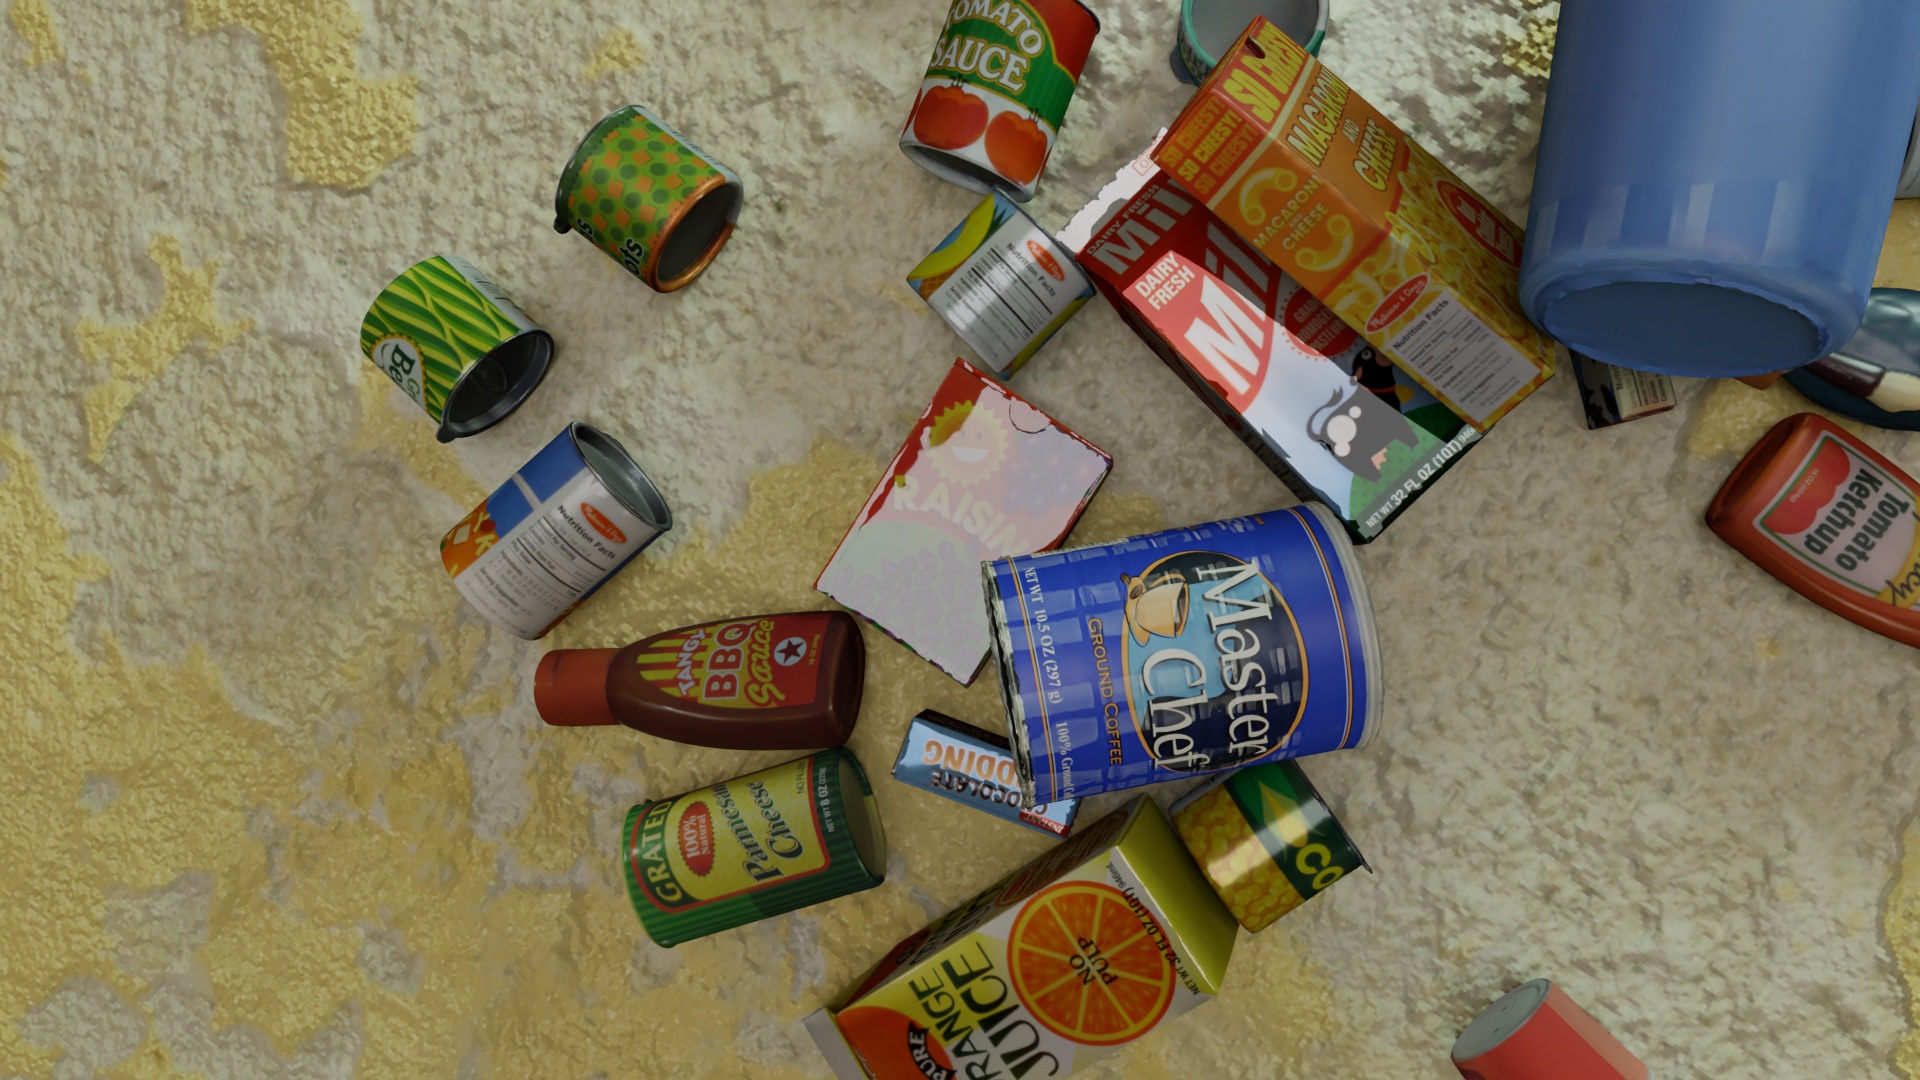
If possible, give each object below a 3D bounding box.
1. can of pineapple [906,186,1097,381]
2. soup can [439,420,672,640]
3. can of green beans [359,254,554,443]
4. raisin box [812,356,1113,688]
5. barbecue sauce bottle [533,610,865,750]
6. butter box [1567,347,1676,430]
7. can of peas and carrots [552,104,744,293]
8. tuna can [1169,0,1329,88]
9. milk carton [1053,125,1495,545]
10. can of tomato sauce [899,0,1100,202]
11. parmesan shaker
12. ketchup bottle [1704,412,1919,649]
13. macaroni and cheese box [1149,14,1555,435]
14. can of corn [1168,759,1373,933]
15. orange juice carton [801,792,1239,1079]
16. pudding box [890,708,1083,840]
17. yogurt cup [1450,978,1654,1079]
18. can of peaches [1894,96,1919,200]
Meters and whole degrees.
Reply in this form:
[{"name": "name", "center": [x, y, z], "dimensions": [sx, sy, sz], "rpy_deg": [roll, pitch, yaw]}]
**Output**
[{"name": "can of pineapple", "center": [0.018, -0.114, 0.623], "dimensions": [0.058, 0.071, 0.071], "rpy_deg": [-44, 84, 5]}, {"name": "soup can", "center": [-0.188, -0.005, 0.647], "dimensions": [0.083, 0.071, 0.071], "rpy_deg": [-40, 85, 6]}, {"name": "can of green beans", "center": [-0.236, -0.091, 0.653], "dimensions": [0.058, 0.071, 0.071], "rpy_deg": [42, 94, 7]}, {"name": "raisin box", "center": [0.002, -0.008, 0.635], "dimensions": [0.086, 0.040, 0.123], "rpy_deg": [33, 92, 8]}, {"name": "barbecue sauce bottle", "center": [-0.121, 0.066, 0.641], "dimensions": [0.148, 0.043, 0.065], "rpy_deg": [-3, 48, 13]}, {"name": "butter box", "center": [0.275, -0.101, 0.595], "dimensions": [0.024, 0.053, 0.103], "rpy_deg": [-13, 87, 9]}, {"name": "can of peas and carrots", "center": [-0.144, -0.155, 0.642], "dimensions": [0.059, 0.071, 0.071], "rpy_deg": [37, 94, 6]}, {"name": "tuna can", "center": [0.129, -0.232, 0.626], "dimensions": [0.071, 0.033, 0.071], "rpy_deg": [0, 89, 7]}, {"name": "milk carton", "center": [0.130, -0.090, 0.603], "dimensions": [0.072, 0.073, 0.190], "rpy_deg": [-45, 84, 5]}, {"name": "can of tomato sauce", "center": [0.016, -0.203, 0.621], "dimensions": [0.071, 0.071, 0.083], "rpy_deg": [21, 92, 7]}, {"name": "parmesan shaker", "center": [-0.093, 0.136, 0.631], "dimensions": [0.103, 0.071, 0.071], "rpy_deg": [-18, 87, 6]}, {"name": "ketchup bottle", "center": [0.395, 0.013, 0.583], "dimensions": [0.149, 0.043, 0.064], "rpy_deg": [37, 93, 6]}, {"name": "macaroni and cheese box", "center": [0.164, -0.134, 0.560], "dimensions": [0.166, 0.124, 0.040], "rpy_deg": [38, 127, -5]}, {"name": "can of corn", "center": [0.133, 0.129, 0.600], "dimensions": [0.058, 0.071, 0.071], "rpy_deg": [-35, 85, 6]}, {"name": "orange juice carton", "center": [0.019, 0.195, 0.600], "dimensions": [0.192, 0.073, 0.072], "rpy_deg": [-36, 85, 19]}, {"name": "pudding box", "center": [0.014, 0.105, 0.625], "dimensions": [0.084, 0.049, 0.030], "rpy_deg": [19, 90, 7]}, {"name": "yogurt cup", "center": [0.247, 0.224, 0.587], "dimensions": [0.072, 0.072, 0.054], "rpy_deg": [-41, 77, 5]}, {"name": "can of peaches", "center": [0.409, -0.176, 0.575], "dimensions": [0.058, 0.071, 0.071], "rpy_deg": [-2, 89, 8]}]
